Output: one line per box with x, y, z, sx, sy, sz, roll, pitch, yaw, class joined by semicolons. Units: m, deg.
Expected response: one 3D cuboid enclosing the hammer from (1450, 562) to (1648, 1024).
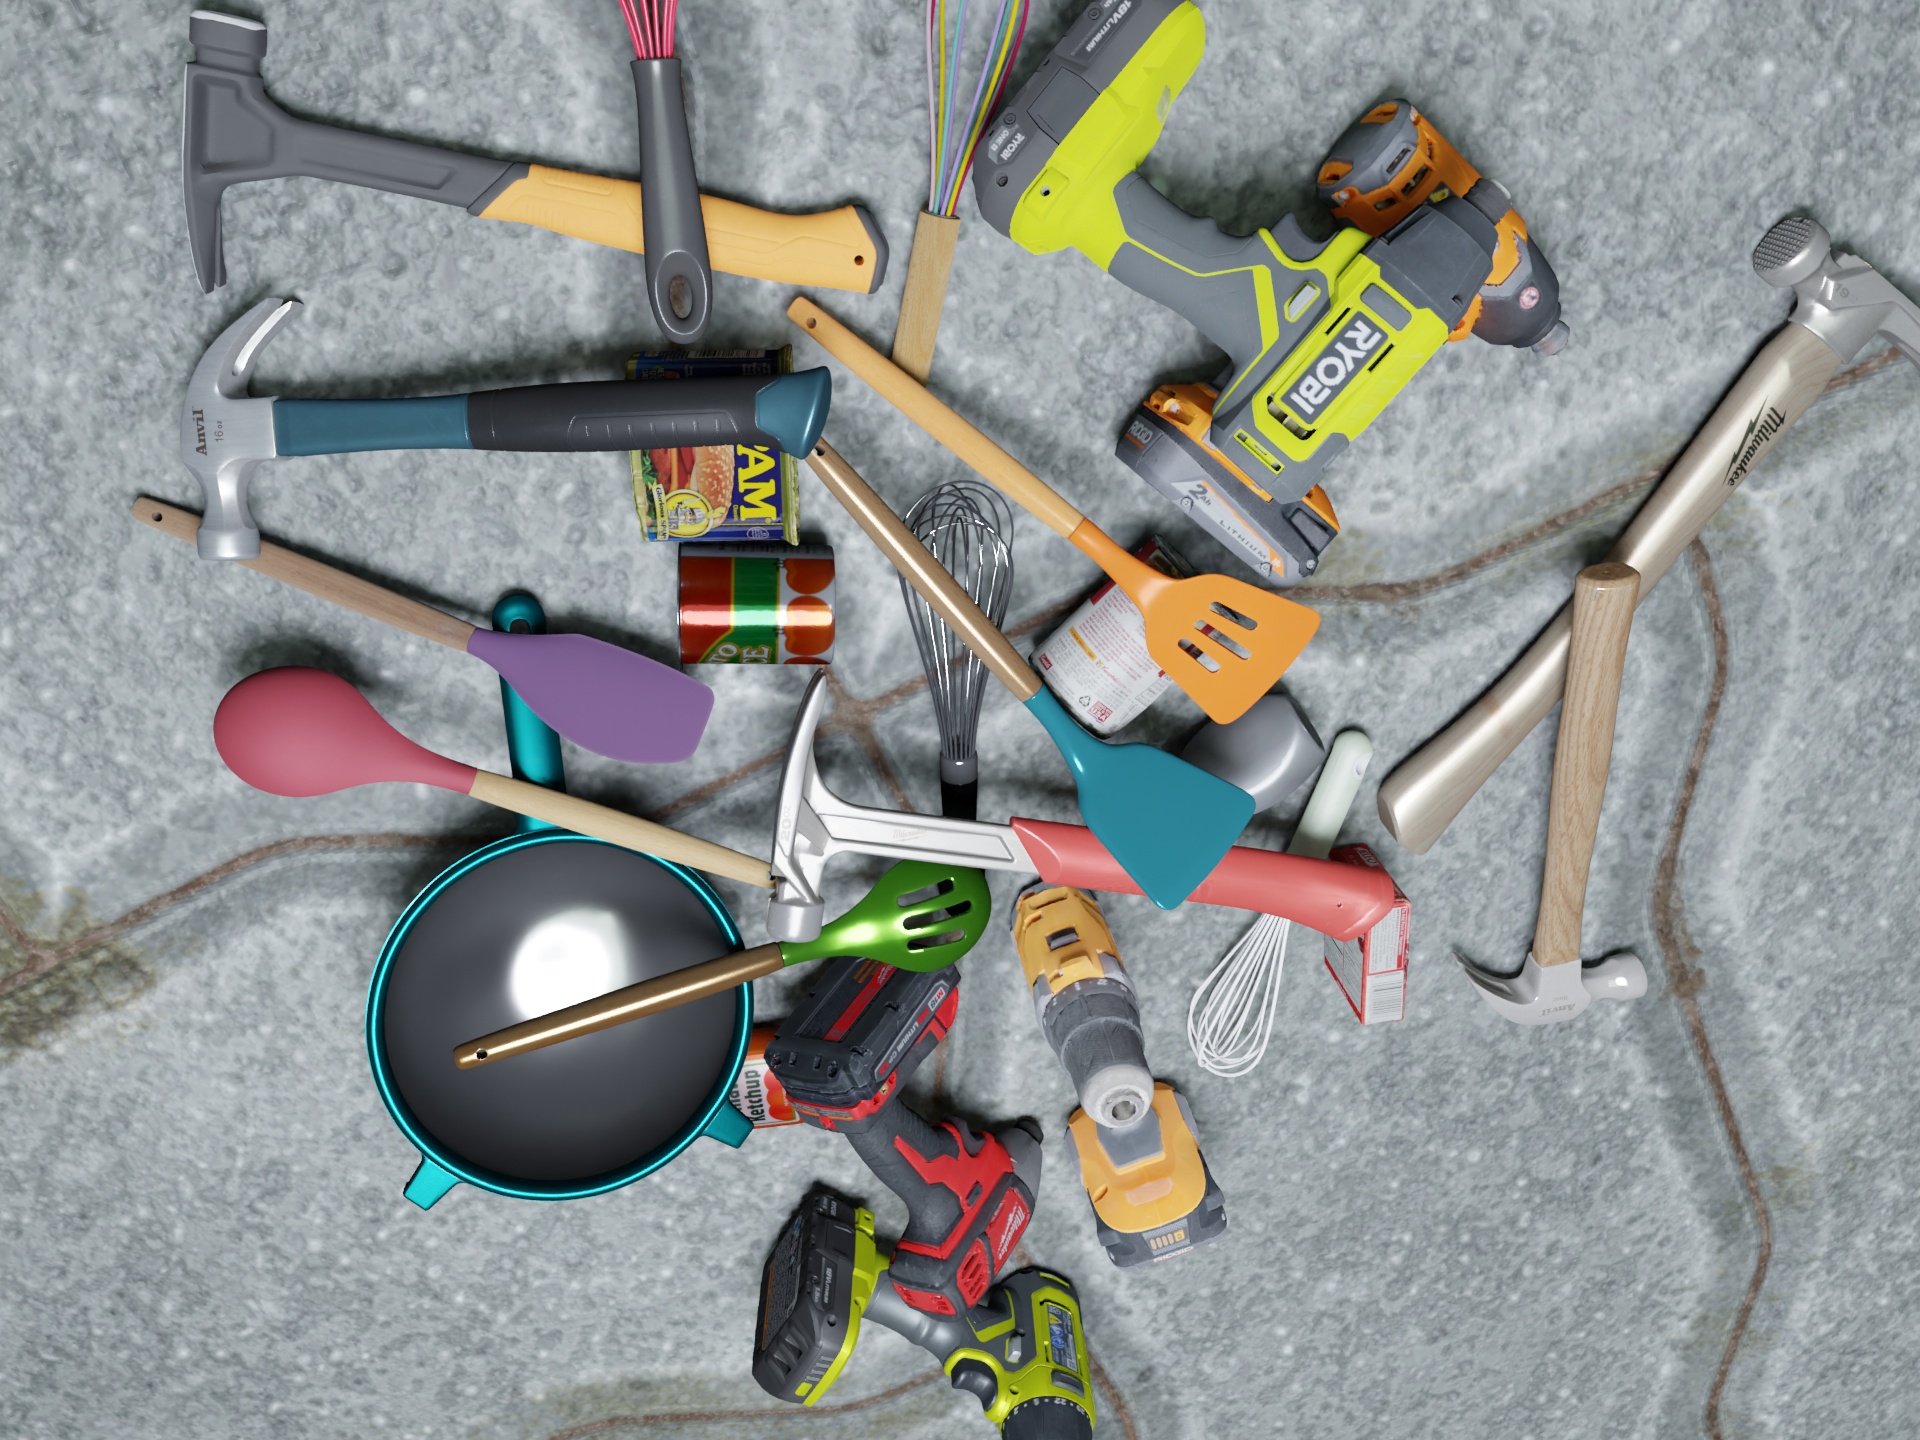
0.372;0.057;0.970;0.130;0.031;0.331;-12;122;-8;hammer

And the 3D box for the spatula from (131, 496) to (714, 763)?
-0.286;-0.051;0.849;0.316;0.018;0.060;23;96;-7;spatula

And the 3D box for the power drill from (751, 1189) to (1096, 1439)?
-0.014;0.414;1.028;0.228;0.191;0.080;27;111;-13;power drill

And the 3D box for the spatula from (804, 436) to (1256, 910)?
0.026;-0.035;0.831;0.317;0.044;0.082;47;74;-16;spatula

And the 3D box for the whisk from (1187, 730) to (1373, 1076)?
0.201;0.117;1.000;0.057;0.059;0.246;0;116;-48;whisk

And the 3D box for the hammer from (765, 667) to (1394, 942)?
0.075;0.068;0.896;0.359;0.037;0.149;8;99;-12;hammer

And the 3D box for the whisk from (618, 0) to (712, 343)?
-0.143;-0.324;0.730;0.073;0.073;0.295;-5;110;-5;whisk

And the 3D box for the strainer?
-0.238;0.098;0.919;0.211;0.095;0.340;-7;94;-17;strainer

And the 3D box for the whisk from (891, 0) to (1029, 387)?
-0.007;-0.278;0.799;0.047;0.051;0.244;19;117;10;whisk

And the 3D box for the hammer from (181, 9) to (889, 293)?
-0.203;-0.249;0.785;0.336;0.034;0.127;8;111;-11;hammer

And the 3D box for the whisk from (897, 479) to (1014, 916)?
-0.003;-0.003;0.914;0.070;0.070;0.284;-4;119;-6;whisk

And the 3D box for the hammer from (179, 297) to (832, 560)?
-0.226;-0.147;0.785;0.331;0.033;0.128;-1;99;7;hammer

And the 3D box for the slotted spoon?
-0.125;0.142;0.894;0.313;0.031;0.070;-16;98;-14;slotted spoon

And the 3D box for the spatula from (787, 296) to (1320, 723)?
0.042;-0.117;0.833;0.322;0.041;0.081;38;110;-2;spatula

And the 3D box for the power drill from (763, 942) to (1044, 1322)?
-0.019;0.249;0.987;0.078;0.143;0.219;-2;124;40;power drill

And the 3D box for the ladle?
-0.237;0.042;0.854;0.315;0.031;0.069;20;76;-17;ladle

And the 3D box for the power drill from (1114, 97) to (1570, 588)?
0.209;-0.184;0.843;0.164;0.084;0.226;35;102;-20;power drill

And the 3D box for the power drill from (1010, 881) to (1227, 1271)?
0.097;0.230;0.961;0.084;0.186;0.226;-19;118;0;power drill

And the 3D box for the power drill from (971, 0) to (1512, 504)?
0.132;-0.238;0.758;0.223;0.080;0.171;42;102;6;power drill

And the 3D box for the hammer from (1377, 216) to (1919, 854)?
0.398;-0.080;0.937;0.146;0.038;0.410;29;108;-20;hammer
